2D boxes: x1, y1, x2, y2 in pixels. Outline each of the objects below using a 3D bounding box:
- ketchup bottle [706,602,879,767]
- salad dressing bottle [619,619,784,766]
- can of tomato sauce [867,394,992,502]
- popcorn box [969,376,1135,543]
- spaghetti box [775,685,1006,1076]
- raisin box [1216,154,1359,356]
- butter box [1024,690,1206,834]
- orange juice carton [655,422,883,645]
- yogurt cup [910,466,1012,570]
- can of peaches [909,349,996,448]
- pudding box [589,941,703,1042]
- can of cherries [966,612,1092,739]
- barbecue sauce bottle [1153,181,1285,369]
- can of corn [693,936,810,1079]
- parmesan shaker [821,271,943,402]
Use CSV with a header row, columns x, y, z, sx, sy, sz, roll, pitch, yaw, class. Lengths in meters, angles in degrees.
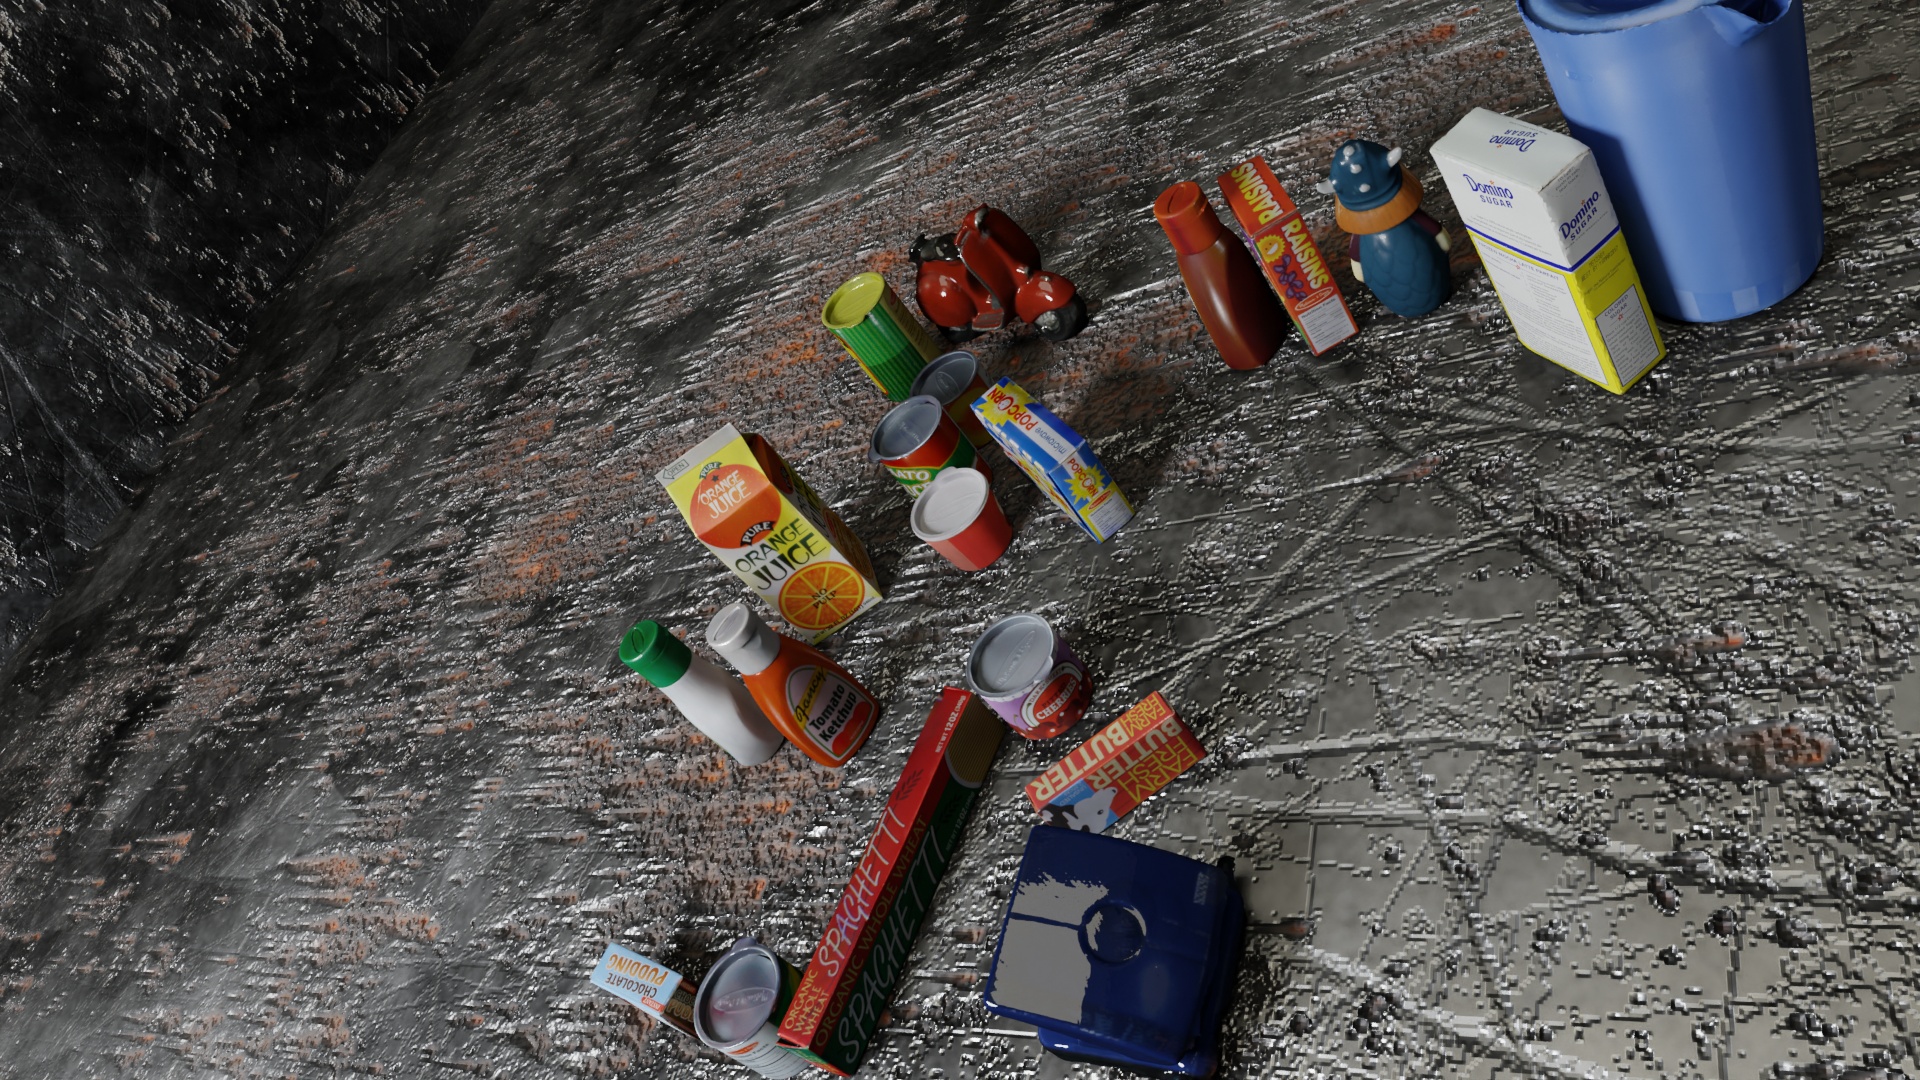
x,y,z,sx,sy,sz,roll,pitch,yaw,class
-0.120,0.099,0.982,0.043,0.148,0.065,15,64,46,ketchup bottle
-0.190,0.112,1.027,0.044,0.147,0.064,-38,39,5,salad dressing bottle
-0.023,-0.063,1.109,0.071,0.083,0.071,-22,42,22,can of tomato sauce
0.068,-0.061,1.031,0.038,0.085,0.127,-42,39,-1,popcorn box
-0.040,0.213,0.887,0.028,0.050,0.251,2,55,40,spaghetti box
0.235,-0.205,1.001,0.040,0.123,0.086,-29,40,15,raisin box
0.095,0.140,0.845,0.103,0.053,0.024,-37,39,4,butter box
-0.147,-0.011,1.072,0.072,0.192,0.073,-34,39,8,orange juice carton
0.004,-0.013,1.063,0.072,0.053,0.073,-22,42,22,yogurt cup
-0.002,-0.114,1.159,0.071,0.058,0.071,-22,42,22,can of peaches
-0.205,0.304,0.936,0.083,0.049,0.030,6,58,42,pudding box
0.048,0.092,0.924,0.071,0.058,0.072,-22,42,22,can of cherries
0.188,-0.194,1.009,0.043,0.148,0.065,1,55,40,barbecue sauce bottle
-0.122,0.294,0.872,0.071,0.058,0.071,-22,42,22,can of corn
-0.067,-0.178,1.236,0.071,0.102,0.072,-22,42,22,parmesan shaker
